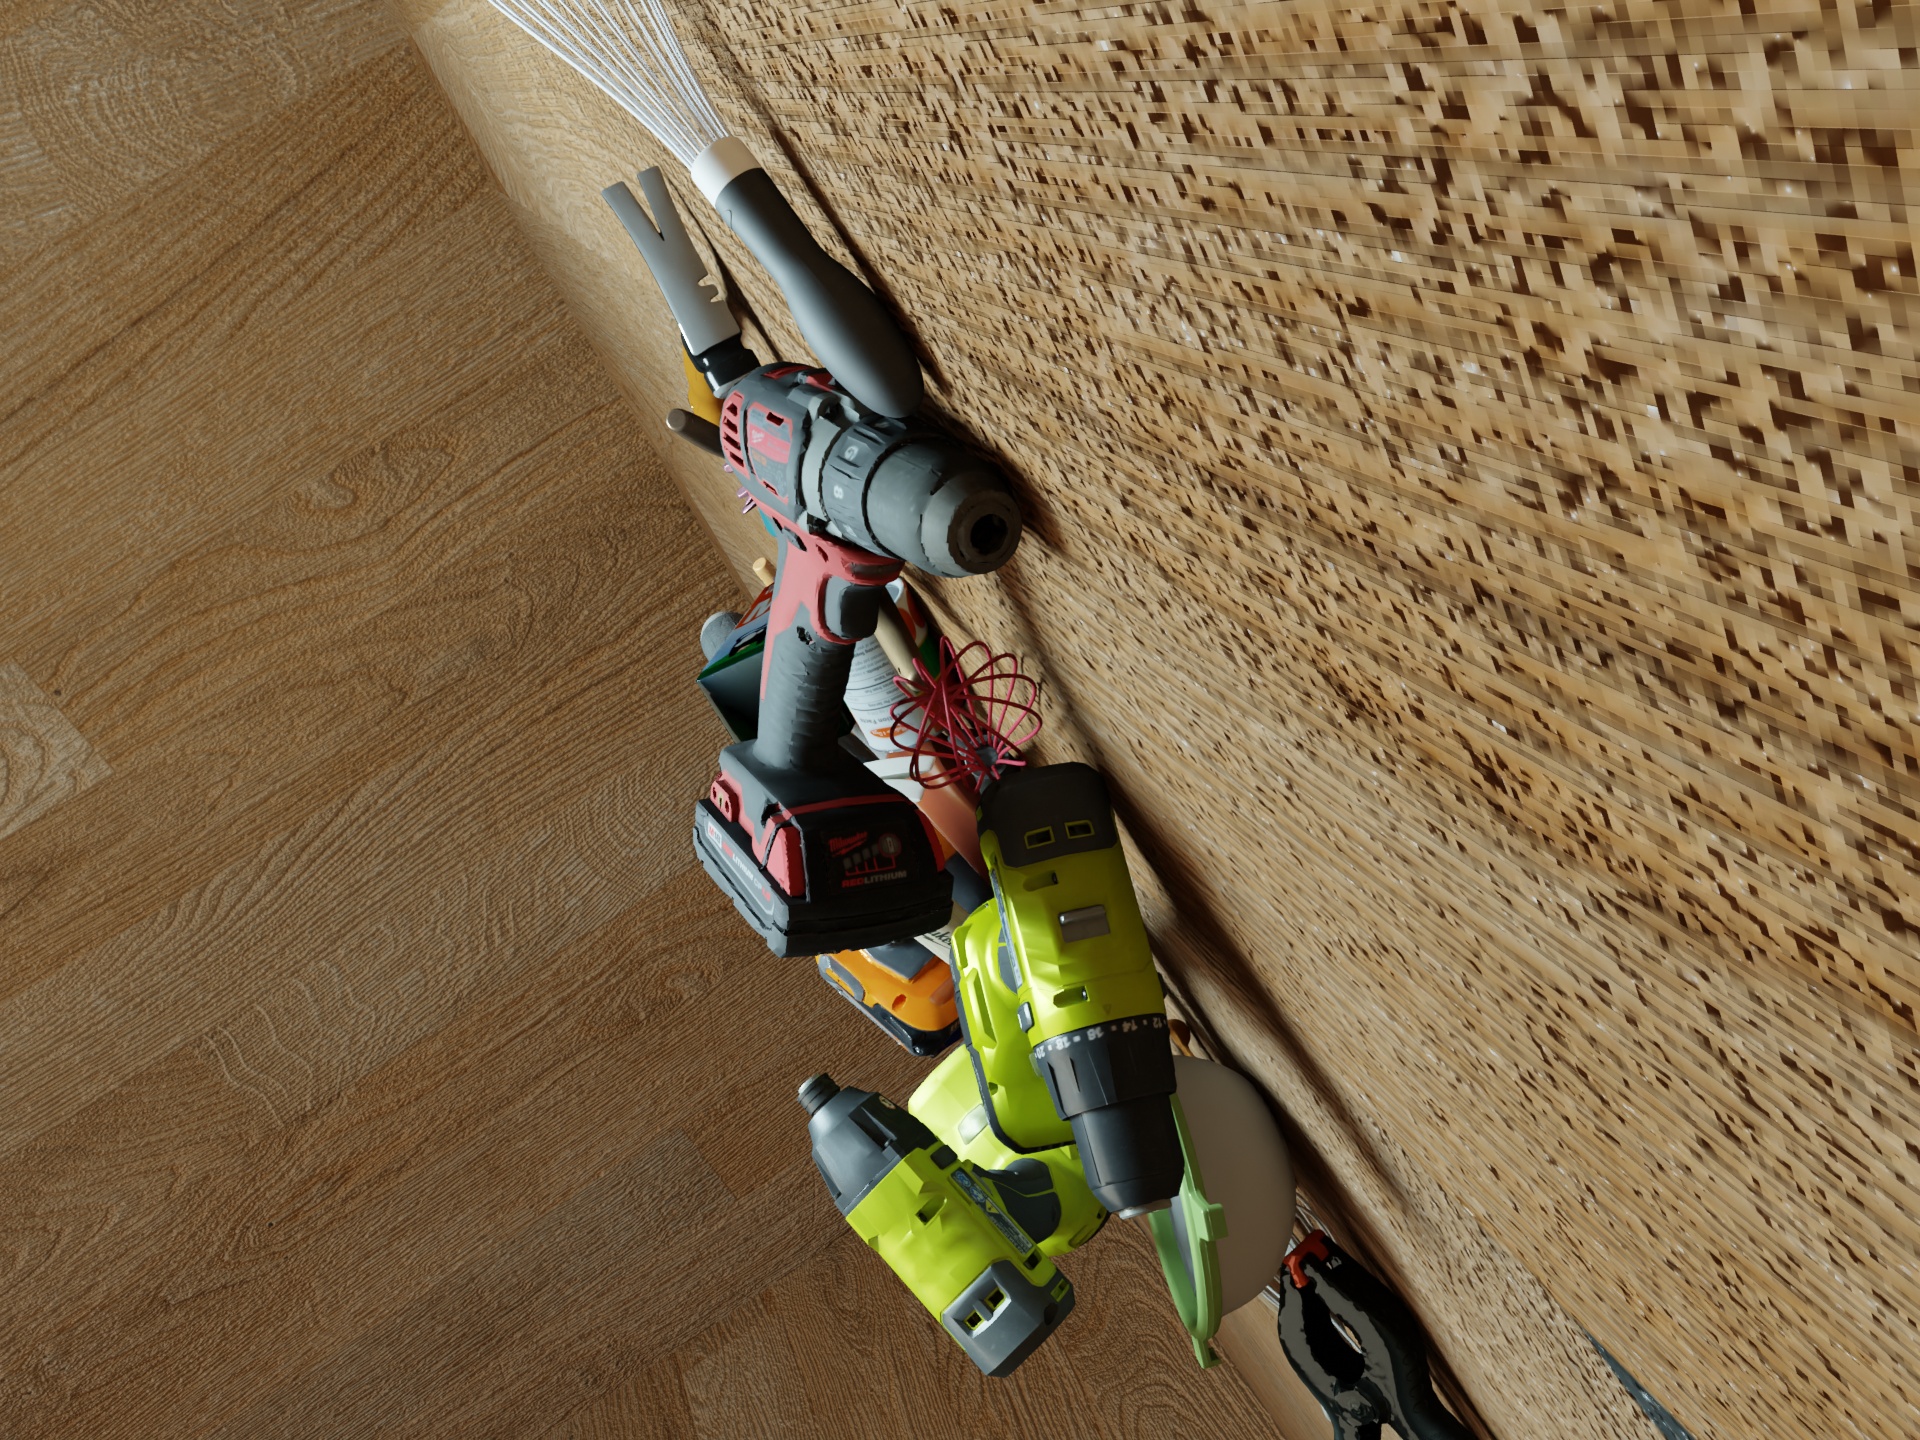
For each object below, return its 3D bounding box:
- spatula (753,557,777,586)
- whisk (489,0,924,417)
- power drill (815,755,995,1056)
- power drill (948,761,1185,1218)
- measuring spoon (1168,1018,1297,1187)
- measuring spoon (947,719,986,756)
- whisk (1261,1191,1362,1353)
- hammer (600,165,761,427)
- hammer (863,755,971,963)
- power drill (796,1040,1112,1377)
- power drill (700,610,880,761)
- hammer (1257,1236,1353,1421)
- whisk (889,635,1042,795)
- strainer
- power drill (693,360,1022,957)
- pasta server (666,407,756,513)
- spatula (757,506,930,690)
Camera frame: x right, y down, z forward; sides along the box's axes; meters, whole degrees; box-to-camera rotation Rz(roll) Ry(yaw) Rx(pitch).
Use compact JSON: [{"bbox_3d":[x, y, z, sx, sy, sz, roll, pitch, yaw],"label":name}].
[{"bbox_3d":[-0.081,-0.019,1.285,0.322,0.041,0.081,51,180,-43],"label":"spatula"},{"bbox_3d":[-0.103,-0.221,0.573,0.284,0.070,0.070,53,173,5],"label":"whisk"},{"bbox_3d":[-0.027,0.139,1.078,0.164,0.084,0.226,37,150,20],"label":"power drill"},{"bbox_3d":[0.050,0.142,0.761,0.228,0.080,0.191,100,157,-70],"label":"power drill"},{"bbox_3d":[0.156,0.217,0.907,0.117,0.011,0.021,52,170,15],"label":"measuring spoon"},{"bbox_3d":[-0.002,-0.003,1.016,0.034,0.018,0.124,36,-169,-28],"label":"measuring spoon"},{"bbox_3d":[0.227,0.349,0.848,0.246,0.058,0.059,51,143,15],"label":"whisk"},{"bbox_3d":[-0.168,-0.240,1.012,0.127,0.034,0.337,62,174,-4],"label":"hammer"},{"bbox_3d":[0.049,0.168,0.975,0.410,0.146,0.038,44,-137,-27],"label":"hammer"},{"bbox_3d":[0.004,0.248,0.878,0.171,0.080,0.223,45,-171,14],"label":"power drill"},{"bbox_3d":[-0.092,0.014,1.176,0.226,0.084,0.186,35,-168,-49],"label":"power drill"},{"bbox_3d":[0.130,0.281,0.955,0.331,0.031,0.130,47,-168,-19],"label":"hammer"},{"bbox_3d":[0.012,0.015,0.813,0.073,0.073,0.295,56,179,12],"label":"whisk"},{"bbox_3d":[0.126,0.200,0.859,0.257,0.069,0.151,-103,4,-47],"label":"strainer"},{"bbox_3d":[-0.042,-0.021,0.635,0.188,0.080,0.226,36,126,54],"label":"power drill"},{"bbox_3d":[-0.163,-0.179,1.063,0.060,0.040,0.316,64,-177,-3],"label":"pasta server"},{"bbox_3d":[-0.074,-0.091,0.917,0.318,0.044,0.082,-121,13,-56],"label":"spatula"}]
